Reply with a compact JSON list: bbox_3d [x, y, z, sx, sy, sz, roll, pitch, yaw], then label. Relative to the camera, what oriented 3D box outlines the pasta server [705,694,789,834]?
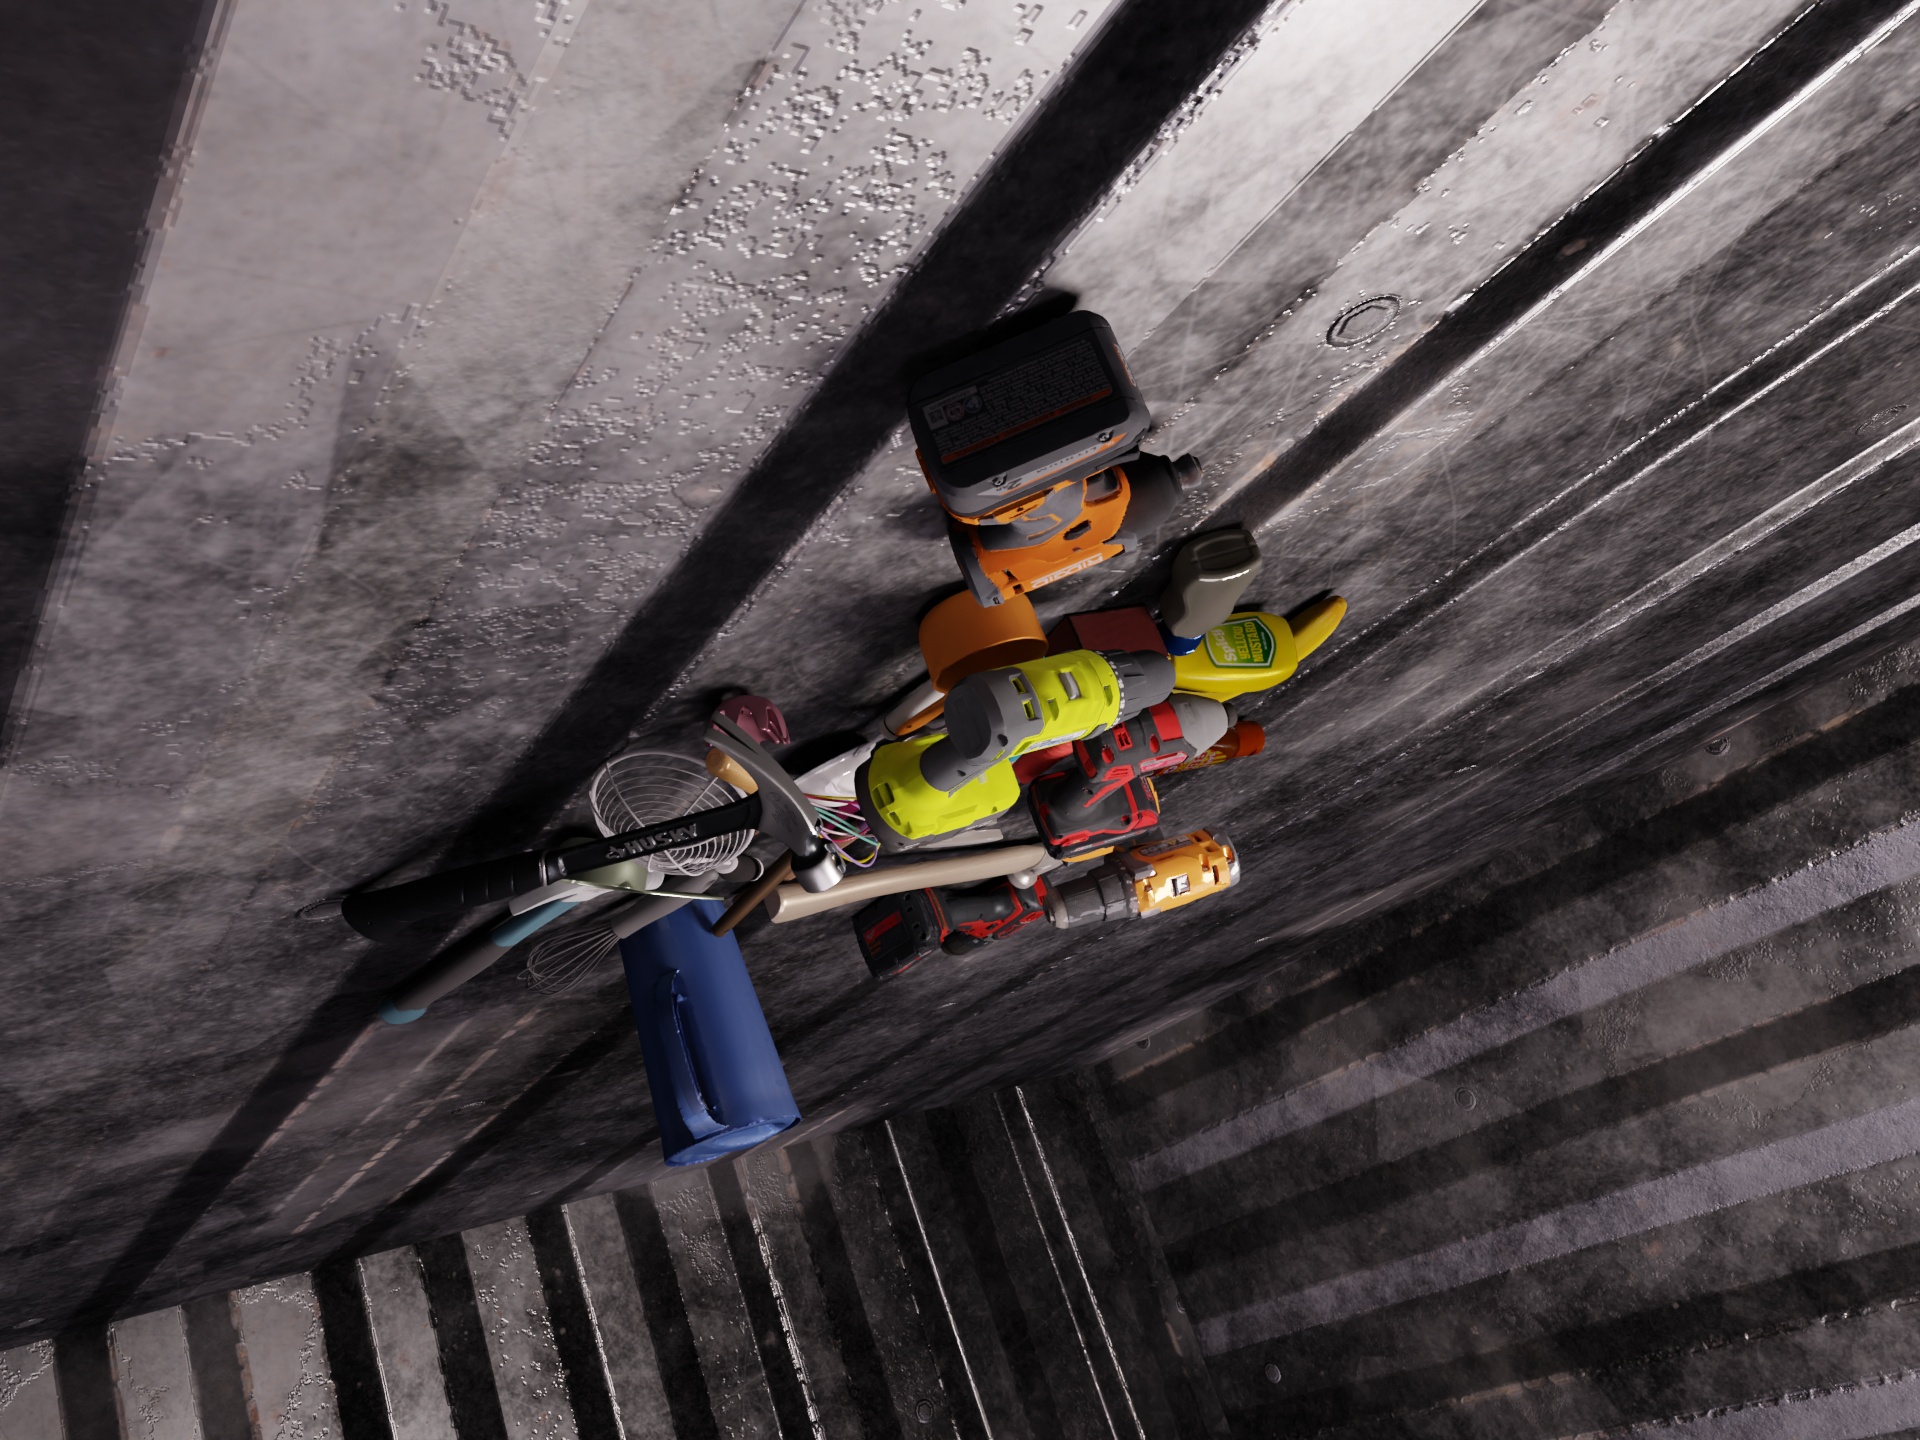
[{"bbox_3d":[-0.167,0.046,1.264,0.060,0.040,0.316,-2,159,-7],"label":"pasta server"}]

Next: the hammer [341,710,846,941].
[{"bbox_3d":[-0.293,0.102,1.173,0.409,0.036,0.149,-15,120,21],"label":"hammer"}]

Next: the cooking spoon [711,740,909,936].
[{"bbox_3d":[-0.138,0.109,1.438,0.068,0.017,0.318,-8,150,-52],"label":"cooking spoon"}]

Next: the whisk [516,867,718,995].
[{"bbox_3d":[-0.323,0.194,1.498,0.239,0.055,0.055,-31,158,16],"label":"whisk"}]

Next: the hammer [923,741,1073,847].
[{"bbox_3d":[0.083,0.033,1.483,0.149,0.037,0.359,-2,154,-43],"label":"hammer"}]

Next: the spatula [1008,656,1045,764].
[{"bbox_3d":[0.029,0.032,1.400,0.082,0.044,0.317,-7,155,-34],"label":"spatula"}]

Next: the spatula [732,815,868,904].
[{"bbox_3d":[-0.110,0.112,1.521,0.316,0.018,0.059,-32,139,30],"label":"spatula"}]

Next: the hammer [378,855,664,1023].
[{"bbox_3d":[-0.417,0.201,1.432,0.331,0.033,0.128,-33,158,31],"label":"hammer"}]

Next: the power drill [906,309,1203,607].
[{"bbox_3d":[0.062,-0.146,0.924,0.164,0.084,0.226,-22,165,4],"label":"power drill"}]

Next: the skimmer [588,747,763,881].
[{"bbox_3d":[-0.209,0.088,1.335,0.127,0.090,0.363,3,173,5],"label":"skimmer"}]

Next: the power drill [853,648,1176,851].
[{"bbox_3d":[0.038,0.014,1.191,0.190,0.080,0.228,-14,165,-37],"label":"power drill"}]

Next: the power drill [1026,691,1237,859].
[{"bbox_3d":[0.147,0.041,1.389,0.143,0.079,0.219,-14,160,-18],"label":"power drill"}]

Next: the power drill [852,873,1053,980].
[{"bbox_3d":[-0.018,0.246,1.895,0.226,0.080,0.188,-5,156,-44],"label":"power drill"}]

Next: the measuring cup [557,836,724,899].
[{"bbox_3d":[-0.262,0.125,1.328,0.083,0.038,0.167,-2,168,43],"label":"measuring cup"}]

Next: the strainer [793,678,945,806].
[{"bbox_3d":[-0.061,0.012,1.281,0.258,0.050,0.087,-39,169,35],"label":"strainer"}]

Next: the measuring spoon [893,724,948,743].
[{"bbox_3d":[-0.002,-0.004,1.339,0.124,0.018,0.034,-21,164,-18],"label":"measuring spoon"}]

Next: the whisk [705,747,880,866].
[{"bbox_3d":[-0.122,0.061,1.231,0.047,0.051,0.244,-48,148,4],"label":"whisk"}]

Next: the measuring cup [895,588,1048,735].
[{"bbox_3d":[-0.009,-0.044,1.168,0.095,0.052,0.173,-7,161,-38],"label":"measuring cup"}]

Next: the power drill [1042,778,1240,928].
[{"bbox_3d":[0.143,0.128,1.548,0.185,0.084,0.226,-17,-159,-11],"label":"power drill"}]

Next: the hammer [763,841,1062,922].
[{"bbox_3d":[-0.028,0.157,1.674,0.410,0.038,0.146,-5,154,-43],"label":"hammer"}]
